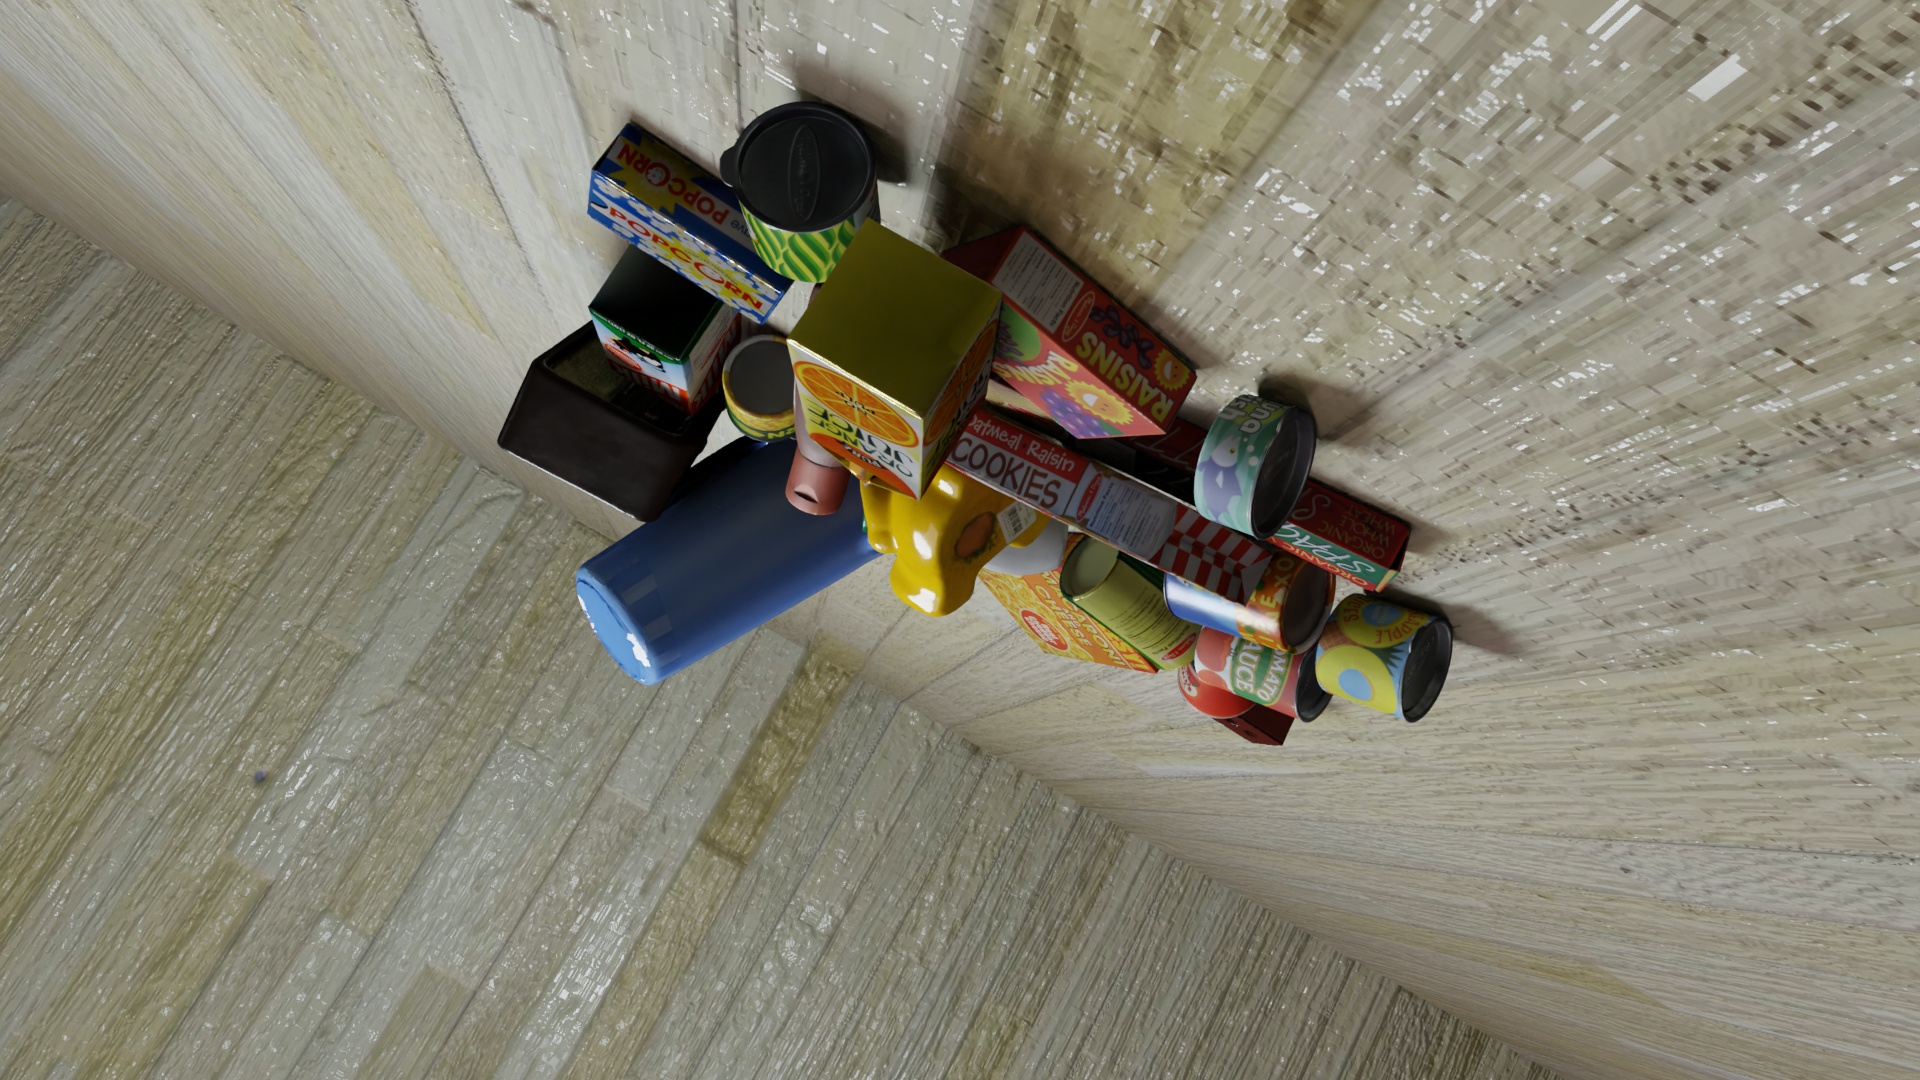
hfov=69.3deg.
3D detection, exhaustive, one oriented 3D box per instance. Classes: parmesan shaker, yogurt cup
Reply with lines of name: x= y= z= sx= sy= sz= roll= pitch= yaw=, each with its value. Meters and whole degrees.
parmesan shaker: x=0.132 y=0.039 z=1.013 sx=0.103 sy=0.071 sz=0.071 roll=37 pitch=165 yaw=-26
yogurt cup: x=0.204 y=0.099 z=1.086 sx=0.072 sy=0.072 sz=0.053 roll=25 pitch=158 yaw=21

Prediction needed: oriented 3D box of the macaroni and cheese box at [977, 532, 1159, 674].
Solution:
macaroni and cheese box: x=0.088 y=0.046 z=1.136 sx=0.123 sy=0.040 sz=0.166 roll=49 pitch=160 yaw=-21

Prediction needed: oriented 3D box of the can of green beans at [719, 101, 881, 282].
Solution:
can of green beans: x=-0.071 y=-0.163 z=0.657 sx=0.071 sy=0.071 sz=0.057 roll=28 pitch=167 yaw=6

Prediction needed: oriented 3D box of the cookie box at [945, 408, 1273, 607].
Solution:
cookie box: x=0.082 y=-0.021 z=0.817 sx=0.168 sy=0.040 sz=0.123 roll=29 pitch=-175 yaw=39

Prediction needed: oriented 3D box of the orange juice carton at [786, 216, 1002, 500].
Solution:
orange juice carton: x=-0.032 y=-0.079 z=0.705 sx=0.073 sy=0.072 sz=0.192 roll=30 pitch=168 yaw=5

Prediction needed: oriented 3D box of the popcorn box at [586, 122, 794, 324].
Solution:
popcorn box: x=-0.155 y=-0.184 z=0.824 sx=0.126 sy=0.038 sz=0.085 roll=32 pitch=168 yaw=-12

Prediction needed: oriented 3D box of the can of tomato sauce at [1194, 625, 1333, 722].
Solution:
can of tomato sauce: x=0.217 y=0.083 z=0.981 sx=0.083 sy=0.071 sz=0.071 roll=20 pitch=164 yaw=38

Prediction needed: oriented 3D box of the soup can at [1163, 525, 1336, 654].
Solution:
soup can: x=0.177 y=0.025 z=0.852 sx=0.084 sy=0.071 sz=0.071 roll=17 pitch=162 yaw=41

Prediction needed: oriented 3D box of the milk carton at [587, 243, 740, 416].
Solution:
milk carton: x=-0.207 y=-0.148 z=0.998 sx=0.072 sy=0.073 sz=0.190 roll=31 pitch=168 yaw=-1

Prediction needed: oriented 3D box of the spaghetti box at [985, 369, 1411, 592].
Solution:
spaghetti box: x=0.128 y=-0.042 z=0.776 sx=0.250 sy=0.029 sz=0.050 roll=27 pitch=168 yaw=12

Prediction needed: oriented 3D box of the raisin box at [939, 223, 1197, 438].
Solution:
raisin box: x=0.047 y=-0.101 z=0.700 sx=0.123 sy=0.040 sz=0.086 roll=36 pitch=165 yaw=-23

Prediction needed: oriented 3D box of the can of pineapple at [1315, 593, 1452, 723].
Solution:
can of pineapple: x=0.257 y=0.069 z=0.844 sx=0.058 sy=0.071 sz=0.071 roll=19 pitch=163 yaw=40

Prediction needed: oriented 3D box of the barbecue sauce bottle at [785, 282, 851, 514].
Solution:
barbecue sauce bottle: x=-0.071 y=-0.084 z=0.827 sx=0.065 sy=0.044 sz=0.147 roll=25 pitch=125 yaw=8

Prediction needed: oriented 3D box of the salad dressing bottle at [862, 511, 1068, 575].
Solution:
salad dressing bottle: x=0.004 y=-0.013 z=1.016 sx=0.148 sy=0.064 sz=0.044 roll=9 pitch=-175 yaw=-1

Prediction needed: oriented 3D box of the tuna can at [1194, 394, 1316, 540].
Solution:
tuna can: x=0.144 y=-0.038 z=0.676 sx=0.033 sy=0.071 sz=0.071 roll=23 pitch=166 yaw=31

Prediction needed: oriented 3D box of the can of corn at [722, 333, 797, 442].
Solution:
can of corn: x=-0.137 y=-0.109 z=1.011 sx=0.071 sy=0.071 sz=0.058 roll=29 pitch=167 yaw=0
